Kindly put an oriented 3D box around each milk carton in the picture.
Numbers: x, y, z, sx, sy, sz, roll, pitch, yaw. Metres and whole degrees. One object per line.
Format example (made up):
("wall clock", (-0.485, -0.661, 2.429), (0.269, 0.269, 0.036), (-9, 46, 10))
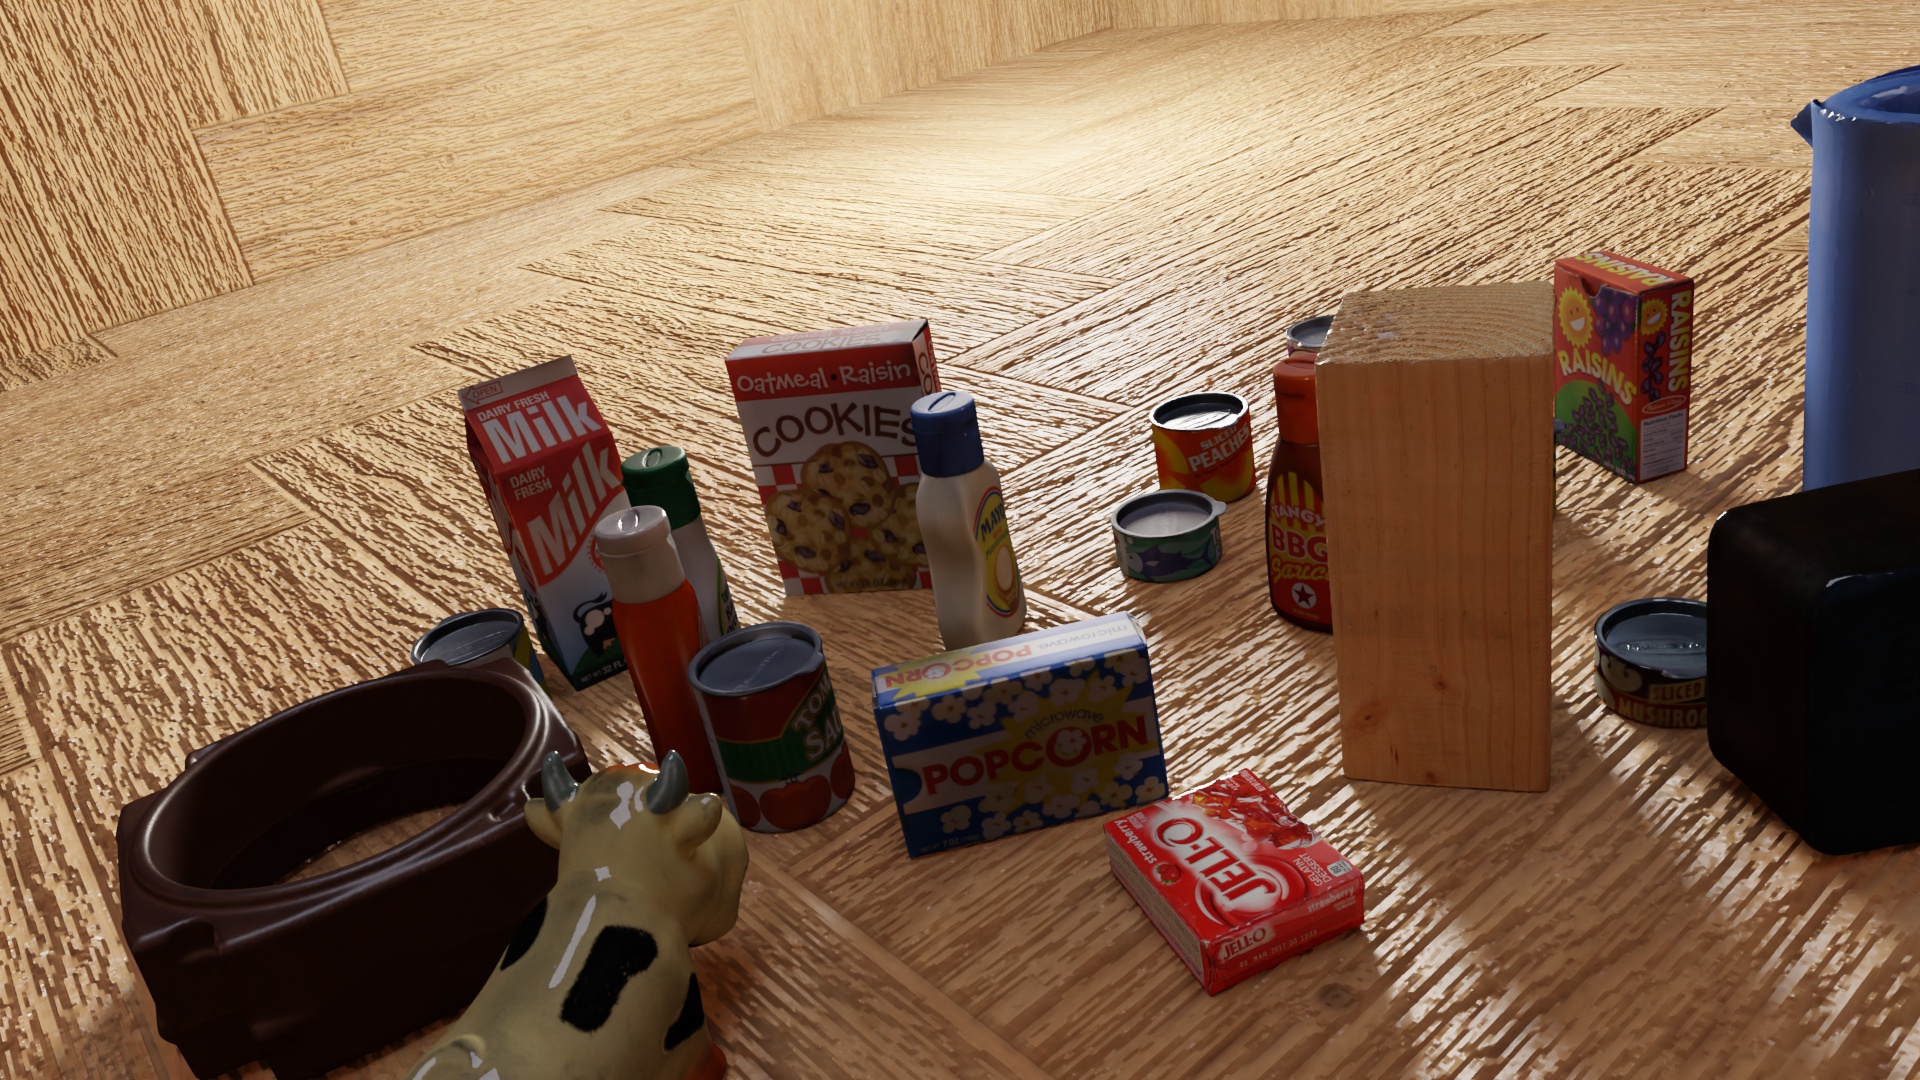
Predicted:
("milk carton", (-0.241, -0.014, 0.845), (0.072, 0.189, 0.073), (-24, 28, -25))

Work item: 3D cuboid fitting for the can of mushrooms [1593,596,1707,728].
("can of mushrooms", (0.331, 0.057, 0.647), (0.071, 0.033, 0.071), (-9, 25, 4))

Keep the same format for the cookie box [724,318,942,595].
("cookie box", (-0.067, -0.049, 0.874), (0.123, 0.166, 0.040), (-3, 26, 16))

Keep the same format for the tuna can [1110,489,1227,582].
("tuna can", (0.130, -0.003, 0.855), (0.071, 0.032, 0.071), (-9, 25, 4))

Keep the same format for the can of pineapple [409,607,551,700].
("can of pineapple", (-0.283, 0.080, 0.822), (0.071, 0.057, 0.071), (-9, 25, 4))

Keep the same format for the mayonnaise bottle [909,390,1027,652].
("mayonnaise bottle", (0.003, -0.010, 0.787), (0.041, 0.147, 0.065), (3, 29, 27))

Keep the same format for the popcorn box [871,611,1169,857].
("popcorn box", (0.028, 0.090, 0.644), (0.127, 0.085, 0.038), (-13, 25, -3))

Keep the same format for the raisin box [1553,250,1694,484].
("raisin box", (0.405, -0.108, 0.855), (0.040, 0.123, 0.086), (-14, 25, -6))

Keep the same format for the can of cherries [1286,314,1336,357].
("can of cherries", (0.274, -0.129, 1.026), (0.071, 0.058, 0.072), (-9, 25, 4))

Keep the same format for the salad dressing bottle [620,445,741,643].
("salad dressing bottle", (-0.156, 0.020, 0.790), (0.044, 0.147, 0.064), (-12, 25, -1))

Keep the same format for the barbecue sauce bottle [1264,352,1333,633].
("barbecue sauce bottle", (0.191, -0.025, 0.741), (0.044, 0.148, 0.065), (-29, 31, -33))

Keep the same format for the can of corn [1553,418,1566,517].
("can of corn", (0.322, -0.042, 0.827), (0.071, 0.058, 0.071), (-9, 25, 4))

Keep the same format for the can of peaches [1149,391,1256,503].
("can of peaches", (0.164, -0.060, 0.930), (0.071, 0.057, 0.071), (-9, 25, 4))

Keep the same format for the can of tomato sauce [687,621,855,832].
("can of tomato sauce", (-0.090, 0.092, 0.689), (0.071, 0.082, 0.071), (-9, 25, 4))

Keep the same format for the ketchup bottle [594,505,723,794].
("ketchup bottle", (-0.150, 0.056, 0.712), (0.043, 0.148, 0.065), (-14, 25, -5))
